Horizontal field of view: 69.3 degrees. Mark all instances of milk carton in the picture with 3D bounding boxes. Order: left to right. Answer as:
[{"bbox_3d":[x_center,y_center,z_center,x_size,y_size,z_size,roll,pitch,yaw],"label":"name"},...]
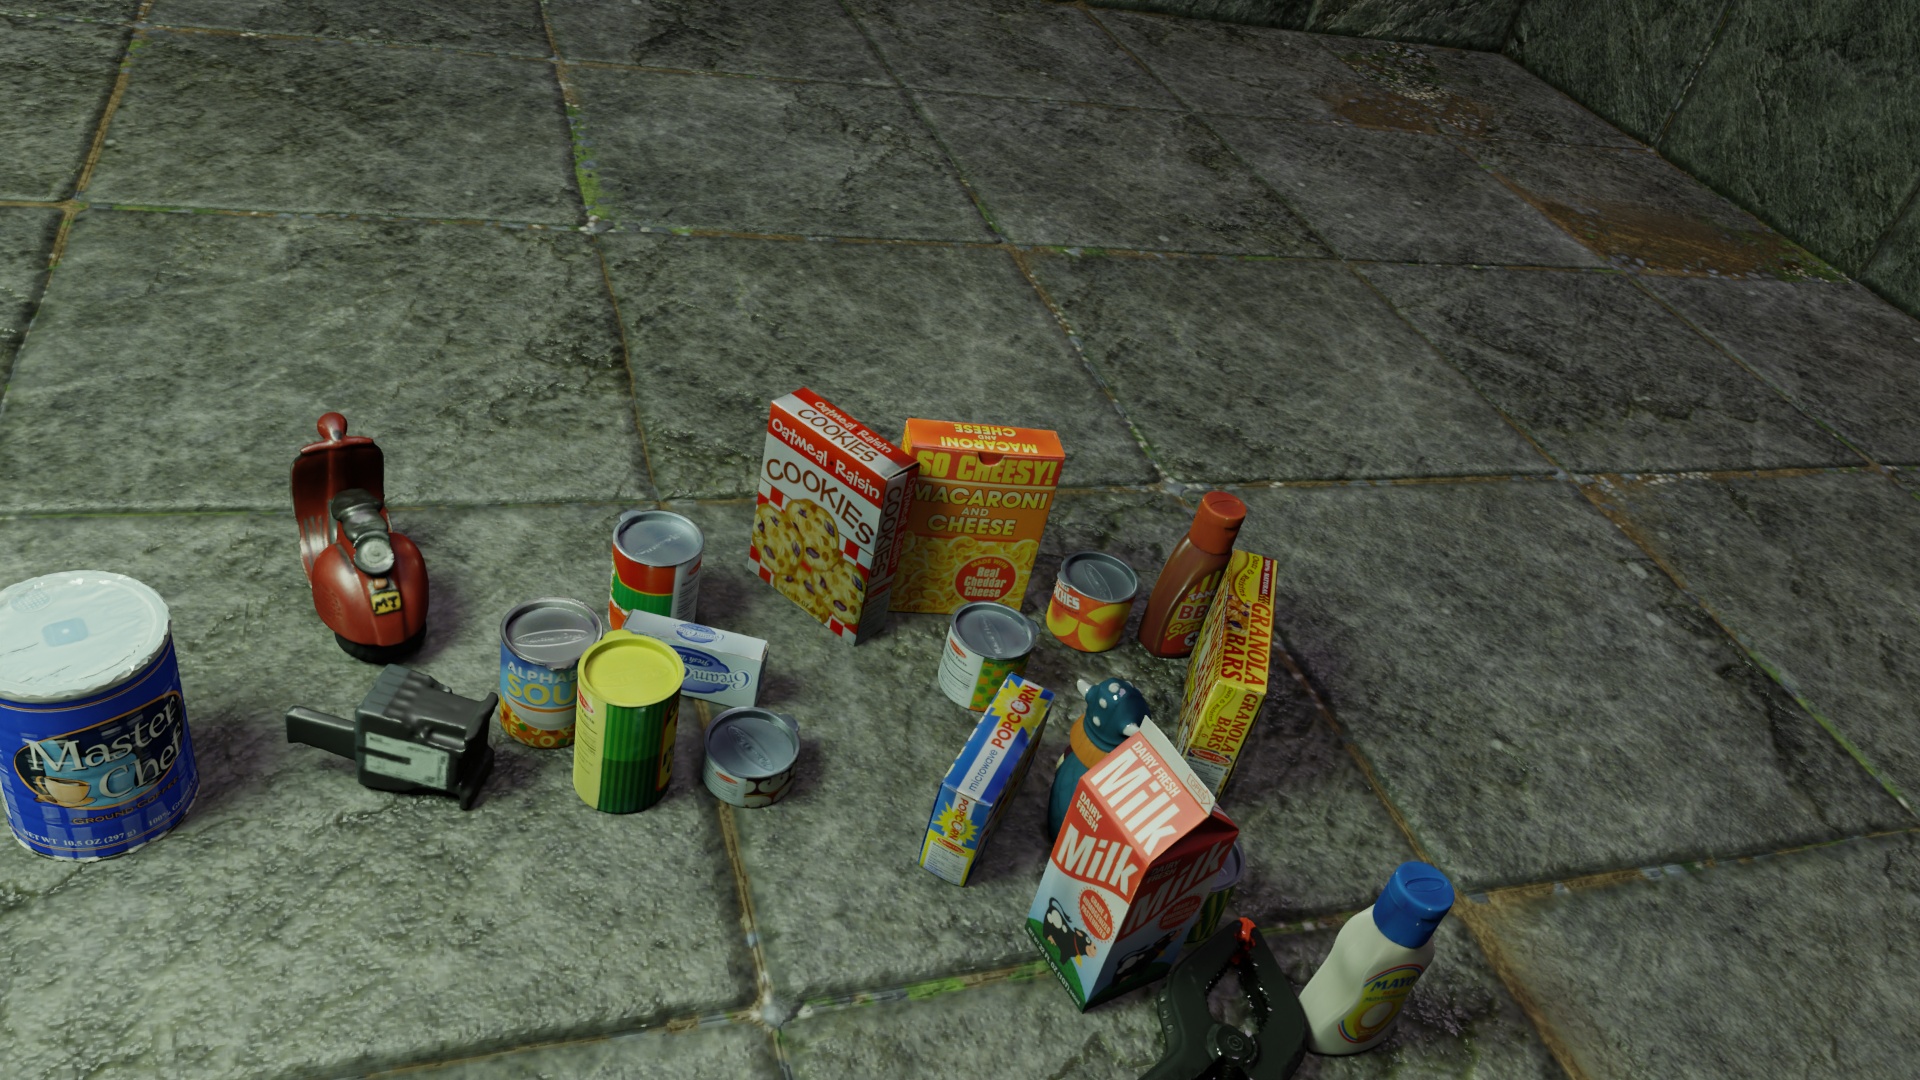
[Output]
[{"bbox_3d":[0.107,0.196,0.850,0.074,0.189,0.072,-12,44,-31],"label":"milk carton"}]

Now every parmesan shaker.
[{"bbox_3d":[-0.220,0.120,0.915,0.071,0.102,0.072,9,37,-7],"label":"parmesan shaker"}]

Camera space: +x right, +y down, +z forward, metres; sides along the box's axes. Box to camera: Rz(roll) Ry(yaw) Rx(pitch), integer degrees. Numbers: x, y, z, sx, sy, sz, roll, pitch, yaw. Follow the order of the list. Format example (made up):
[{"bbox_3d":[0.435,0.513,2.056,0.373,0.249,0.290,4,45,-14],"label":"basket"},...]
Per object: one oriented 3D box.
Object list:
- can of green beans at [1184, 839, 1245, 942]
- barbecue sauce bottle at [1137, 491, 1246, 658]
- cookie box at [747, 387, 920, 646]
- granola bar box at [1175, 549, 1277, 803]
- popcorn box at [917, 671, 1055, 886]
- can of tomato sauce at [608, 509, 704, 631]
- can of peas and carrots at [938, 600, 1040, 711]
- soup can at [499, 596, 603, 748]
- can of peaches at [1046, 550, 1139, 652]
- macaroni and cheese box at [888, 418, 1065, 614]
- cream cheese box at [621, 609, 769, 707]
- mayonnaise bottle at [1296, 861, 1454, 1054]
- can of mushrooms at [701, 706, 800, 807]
[{"bbox_3d":[0.151,0.227,0.935,0.071,0.057,0.071,9,37,-7],"label":"can of green beans"},{"bbox_3d":[0.193,0.028,1.134,0.065,0.147,0.044,-8,42,-28],"label":"barbecue sauce bottle"},{"bbox_3d":[-0.101,-0.018,1.082,0.123,0.166,0.040,34,41,25],"label":"cookie box"},{"bbox_3d":[0.202,0.103,1.059,0.039,0.123,0.166,17,37,4],"label":"granola bar box"},{"bbox_3d":[0.019,0.162,0.953,0.038,0.084,0.127,23,37,12],"label":"popcorn box"},{"bbox_3d":[-0.232,0.028,1.048,0.071,0.082,0.071,9,37,-7],"label":"can of tomato sauce"},{"bbox_3d":[0.022,0.089,1.073,0.071,0.058,0.071,9,37,-7],"label":"can of peas and carrots"},{"bbox_3d":[-0.280,0.093,0.947,0.071,0.083,0.072,9,37,-7],"label":"soup can"},{"bbox_3d":[0.107,0.051,1.152,0.071,0.057,0.071,9,37,-7],"label":"can of peaches"},{"bbox_3d":[0.004,-0.014,1.112,0.124,0.165,0.040,4,38,-14],"label":"macaroni and cheese box"},{"bbox_3d":[-0.194,0.087,1.008,0.104,0.053,0.024,13,36,-1],"label":"cream cheese box"},{"bbox_3d":[0.257,0.258,0.854,0.065,0.147,0.041,-1,39,-20],"label":"mayonnaise bottle"},{"bbox_3d":[-0.143,0.149,0.960,0.071,0.033,0.071,9,37,-7],"label":"can of mushrooms"}]
